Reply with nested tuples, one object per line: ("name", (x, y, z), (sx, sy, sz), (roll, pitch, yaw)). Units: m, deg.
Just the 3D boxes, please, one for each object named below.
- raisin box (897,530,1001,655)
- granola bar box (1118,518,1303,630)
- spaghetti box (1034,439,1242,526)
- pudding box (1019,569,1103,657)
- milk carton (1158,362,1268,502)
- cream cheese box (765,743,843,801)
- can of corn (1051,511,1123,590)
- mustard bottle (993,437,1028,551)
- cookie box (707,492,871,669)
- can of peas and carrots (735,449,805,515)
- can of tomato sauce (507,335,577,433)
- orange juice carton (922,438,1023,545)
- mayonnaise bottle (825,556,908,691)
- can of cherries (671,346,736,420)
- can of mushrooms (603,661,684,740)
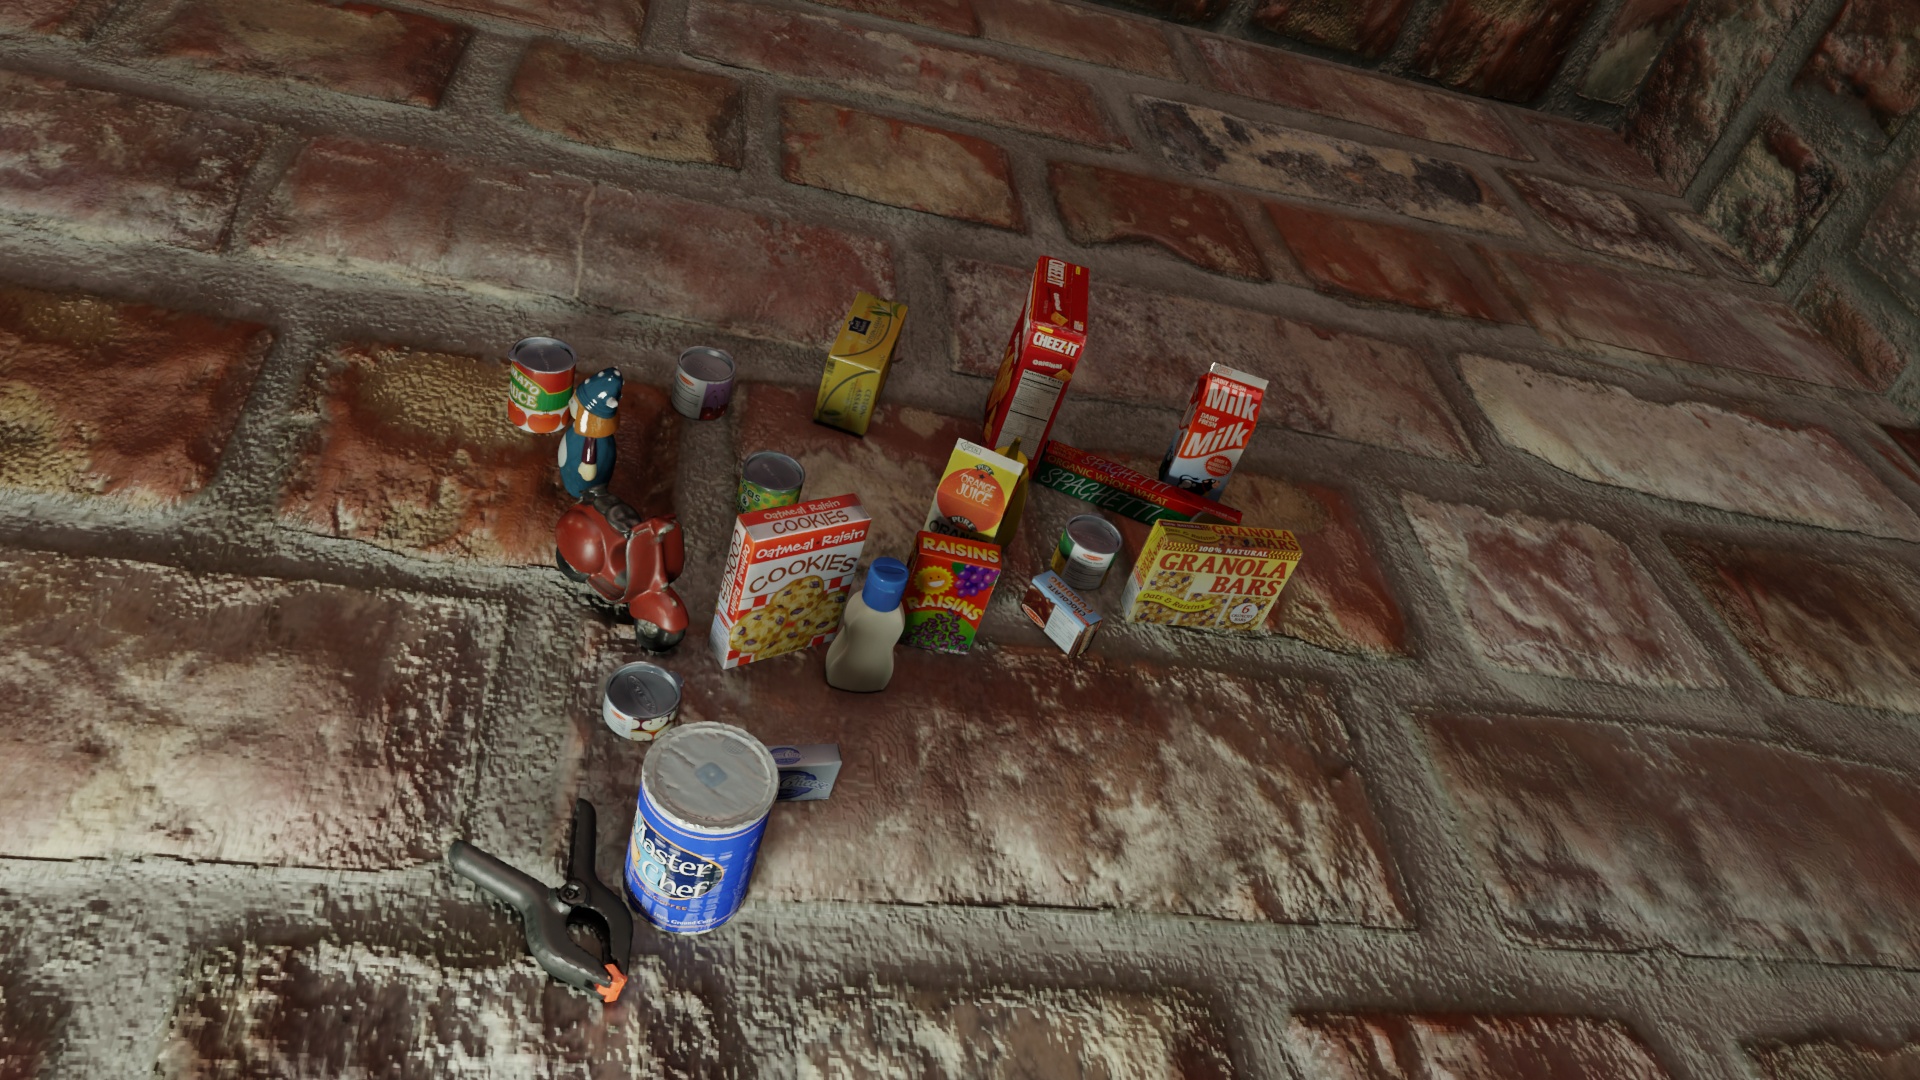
("raisin box", (-0.016, 0.053, 1.381), (0.086, 0.122, 0.040), (12, 39, -10))
("granola bar box", (0.272, 0.039, 1.521), (0.166, 0.123, 0.039), (5, 41, -18))
("spaghetti box", (0.211, -0.053, 1.662), (0.250, 0.049, 0.029), (21, 38, 1))
("pudding box", (0.106, 0.077, 1.464), (0.030, 0.049, 0.084), (-21, 54, -40))
("milk carton", (0.303, -0.127, 1.676), (0.072, 0.189, 0.074), (18, 39, -3))
("cream cheese box", (-0.158, 0.202, 1.201), (0.104, 0.053, 0.024), (1, 42, -22))
("can of corn", (0.141, 0.011, 1.549), (0.071, 0.058, 0.071), (12, 39, -10))
("mustard bottle", (0.041, -0.052, 1.500), (0.065, 0.159, 0.049), (-10, 47, -32))
("cookie box", (-0.162, 0.037, 1.302), (0.123, 0.166, 0.040), (-13, 49, -34))
("can of peas and carrots", (-0.205, -0.052, 1.476), (0.071, 0.058, 0.071), (12, 39, -10))
("can of tomato sauce", (-0.450, -0.166, 1.485), (0.071, 0.082, 0.071), (12, 39, -10))
("orange juice carton", (0.005, -0.018, 1.419), (0.072, 0.191, 0.073), (23, 39, 3))
("mayonnaise bottle", (-0.083, 0.080, 1.301), (0.065, 0.147, 0.041), (7, 40, -16))
("can of cherries", (-0.292, -0.180, 1.589), (0.071, 0.058, 0.072), (12, 39, -10))
("can of mushrooms", (-0.281, 0.142, 1.234), (0.071, 0.033, 0.071), (12, 39, -10))
